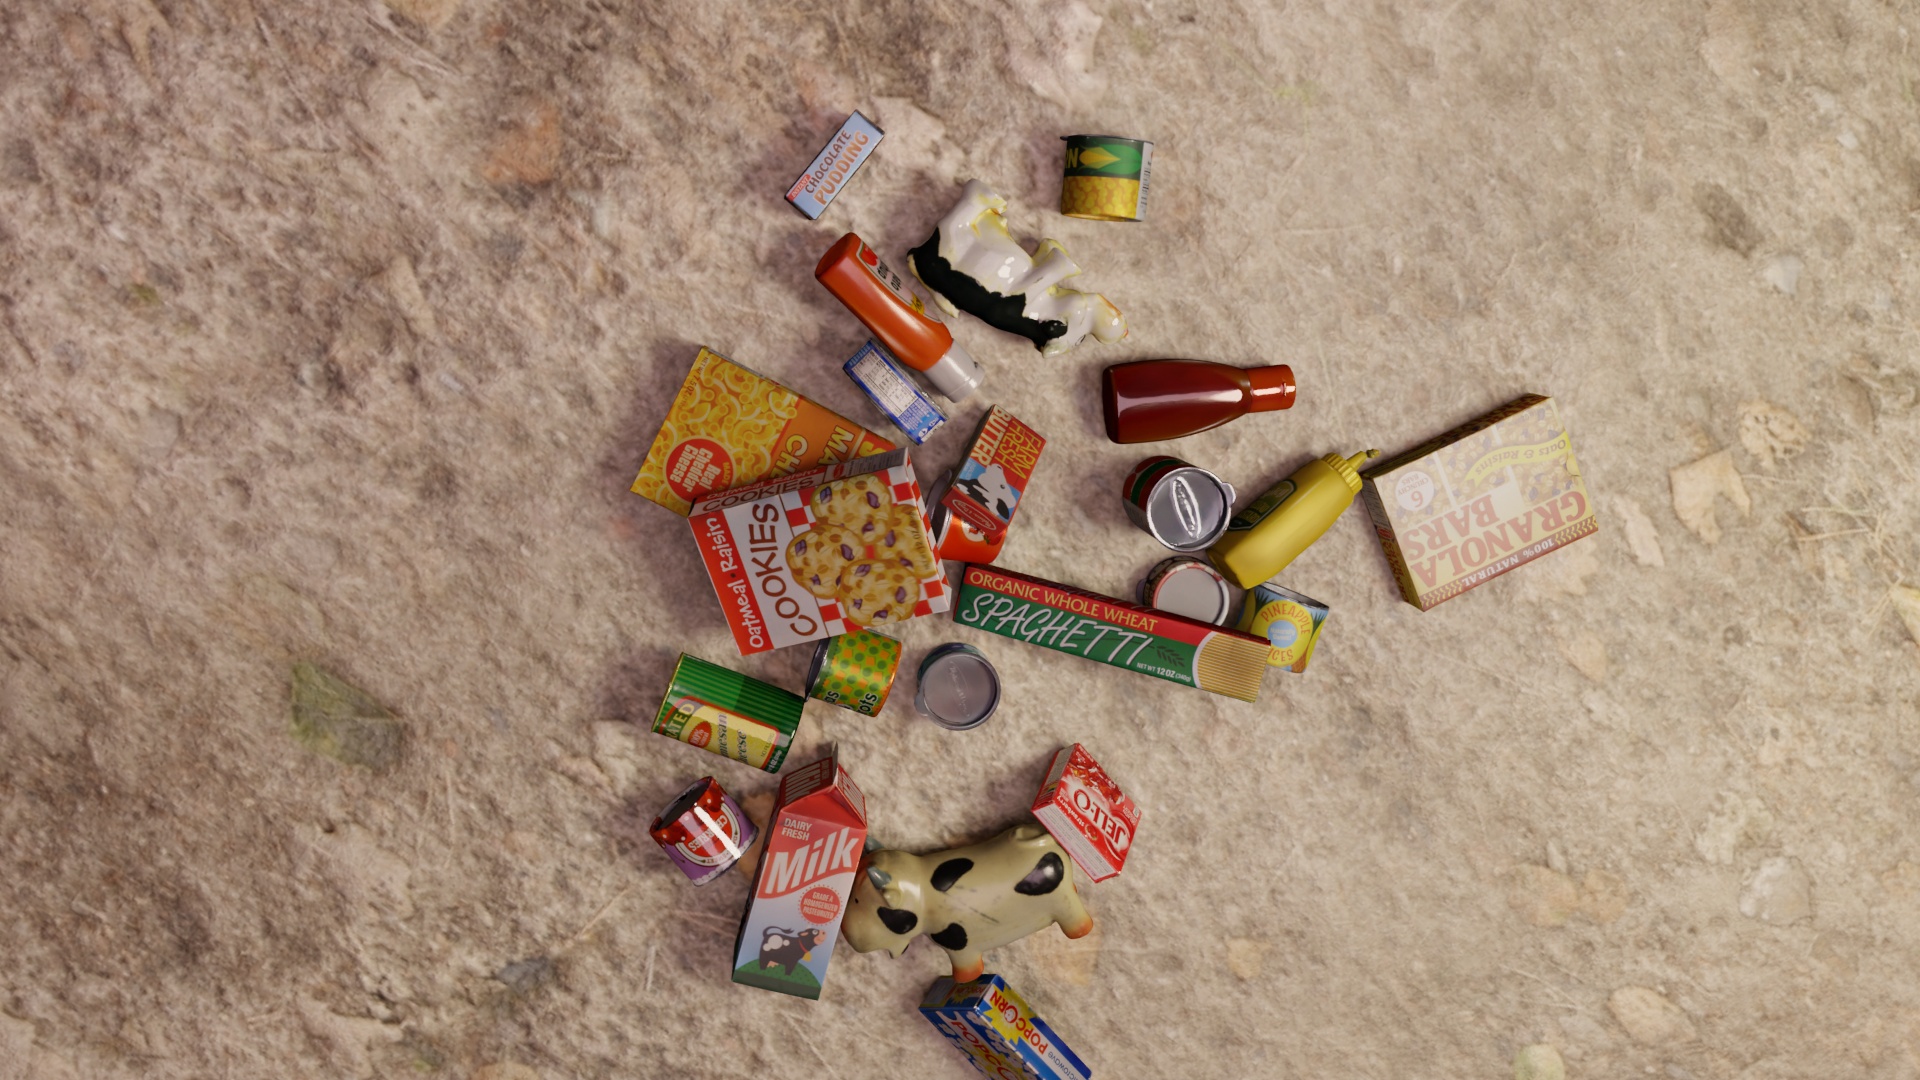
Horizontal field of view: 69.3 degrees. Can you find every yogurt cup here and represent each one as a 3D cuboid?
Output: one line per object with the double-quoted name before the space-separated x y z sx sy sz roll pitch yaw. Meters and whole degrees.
"yogurt cup" 0.004 -0.014 1.086 0.054 0.072 0.072 14 98 -17

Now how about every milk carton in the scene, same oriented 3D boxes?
"milk carton" -0.123 0.259 1.111 0.073 0.072 0.190 15 97 -9

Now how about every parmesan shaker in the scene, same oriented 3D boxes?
"parmesan shaker" -0.180 0.134 1.084 0.103 0.071 0.071 22 97 -10

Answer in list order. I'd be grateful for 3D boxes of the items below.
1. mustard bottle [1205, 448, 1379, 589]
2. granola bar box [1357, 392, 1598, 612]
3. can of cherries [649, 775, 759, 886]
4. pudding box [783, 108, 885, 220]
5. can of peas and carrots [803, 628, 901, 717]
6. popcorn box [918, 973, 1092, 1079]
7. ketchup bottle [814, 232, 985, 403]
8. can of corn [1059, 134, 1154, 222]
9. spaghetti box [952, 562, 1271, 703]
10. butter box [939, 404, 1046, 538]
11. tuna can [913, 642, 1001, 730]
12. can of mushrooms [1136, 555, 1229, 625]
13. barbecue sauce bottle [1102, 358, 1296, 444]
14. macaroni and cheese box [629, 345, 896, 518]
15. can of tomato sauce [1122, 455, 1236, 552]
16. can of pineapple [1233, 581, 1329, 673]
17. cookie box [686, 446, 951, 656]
"mustard bottle" 0.272 -0.026 1.118 0.160 0.065 0.048 -39 105 -5
"granola bar box" 0.427 -0.032 1.146 0.166 0.039 0.124 -25 102 -2
"can of cherries" -0.202 0.229 1.097 0.071 0.071 0.058 -38 102 1
"pudding box" -0.094 -0.278 1.034 0.030 0.050 0.083 40 94 -13
"can of peas and carrots" -0.085 0.102 1.091 0.059 0.071 0.071 20 97 -10
"popcorn box" 0.037 0.415 1.149 0.126 0.085 0.038 49 54 -12
"ketchup bottle" -0.044 -0.166 1.056 0.043 0.065 0.148 -41 111 16
"can of corn" 0.108 -0.274 1.052 0.071 0.071 0.058 4 100 -8
"spaghetti box" 0.118 0.071 1.100 0.250 0.029 0.050 15 99 6
"butter box" 0.026 -0.055 1.067 0.053 0.104 0.024 35 137 -10
"tuna can" -0.004 0.118 1.122 0.071 0.033 0.071 -1 100 -7
"can of mushrooms" 0.181 0.047 1.132 0.071 0.033 0.071 -1 101 -7
"barbecue sauce bottle" 0.189 -0.114 1.101 0.149 0.044 0.064 -7 101 -6
"macaroni and cheese box" -0.151 -0.057 1.070 0.166 0.040 0.123 27 97 -10
"can of tomato sauce" 0.170 -0.031 1.092 0.071 0.083 0.071 -1 100 -7
"can of pineapple" 0.258 0.070 1.127 0.071 0.071 0.057 18 98 -10
"cookie box" -0.104 0.010 1.038 0.167 0.040 0.122 -13 114 8
